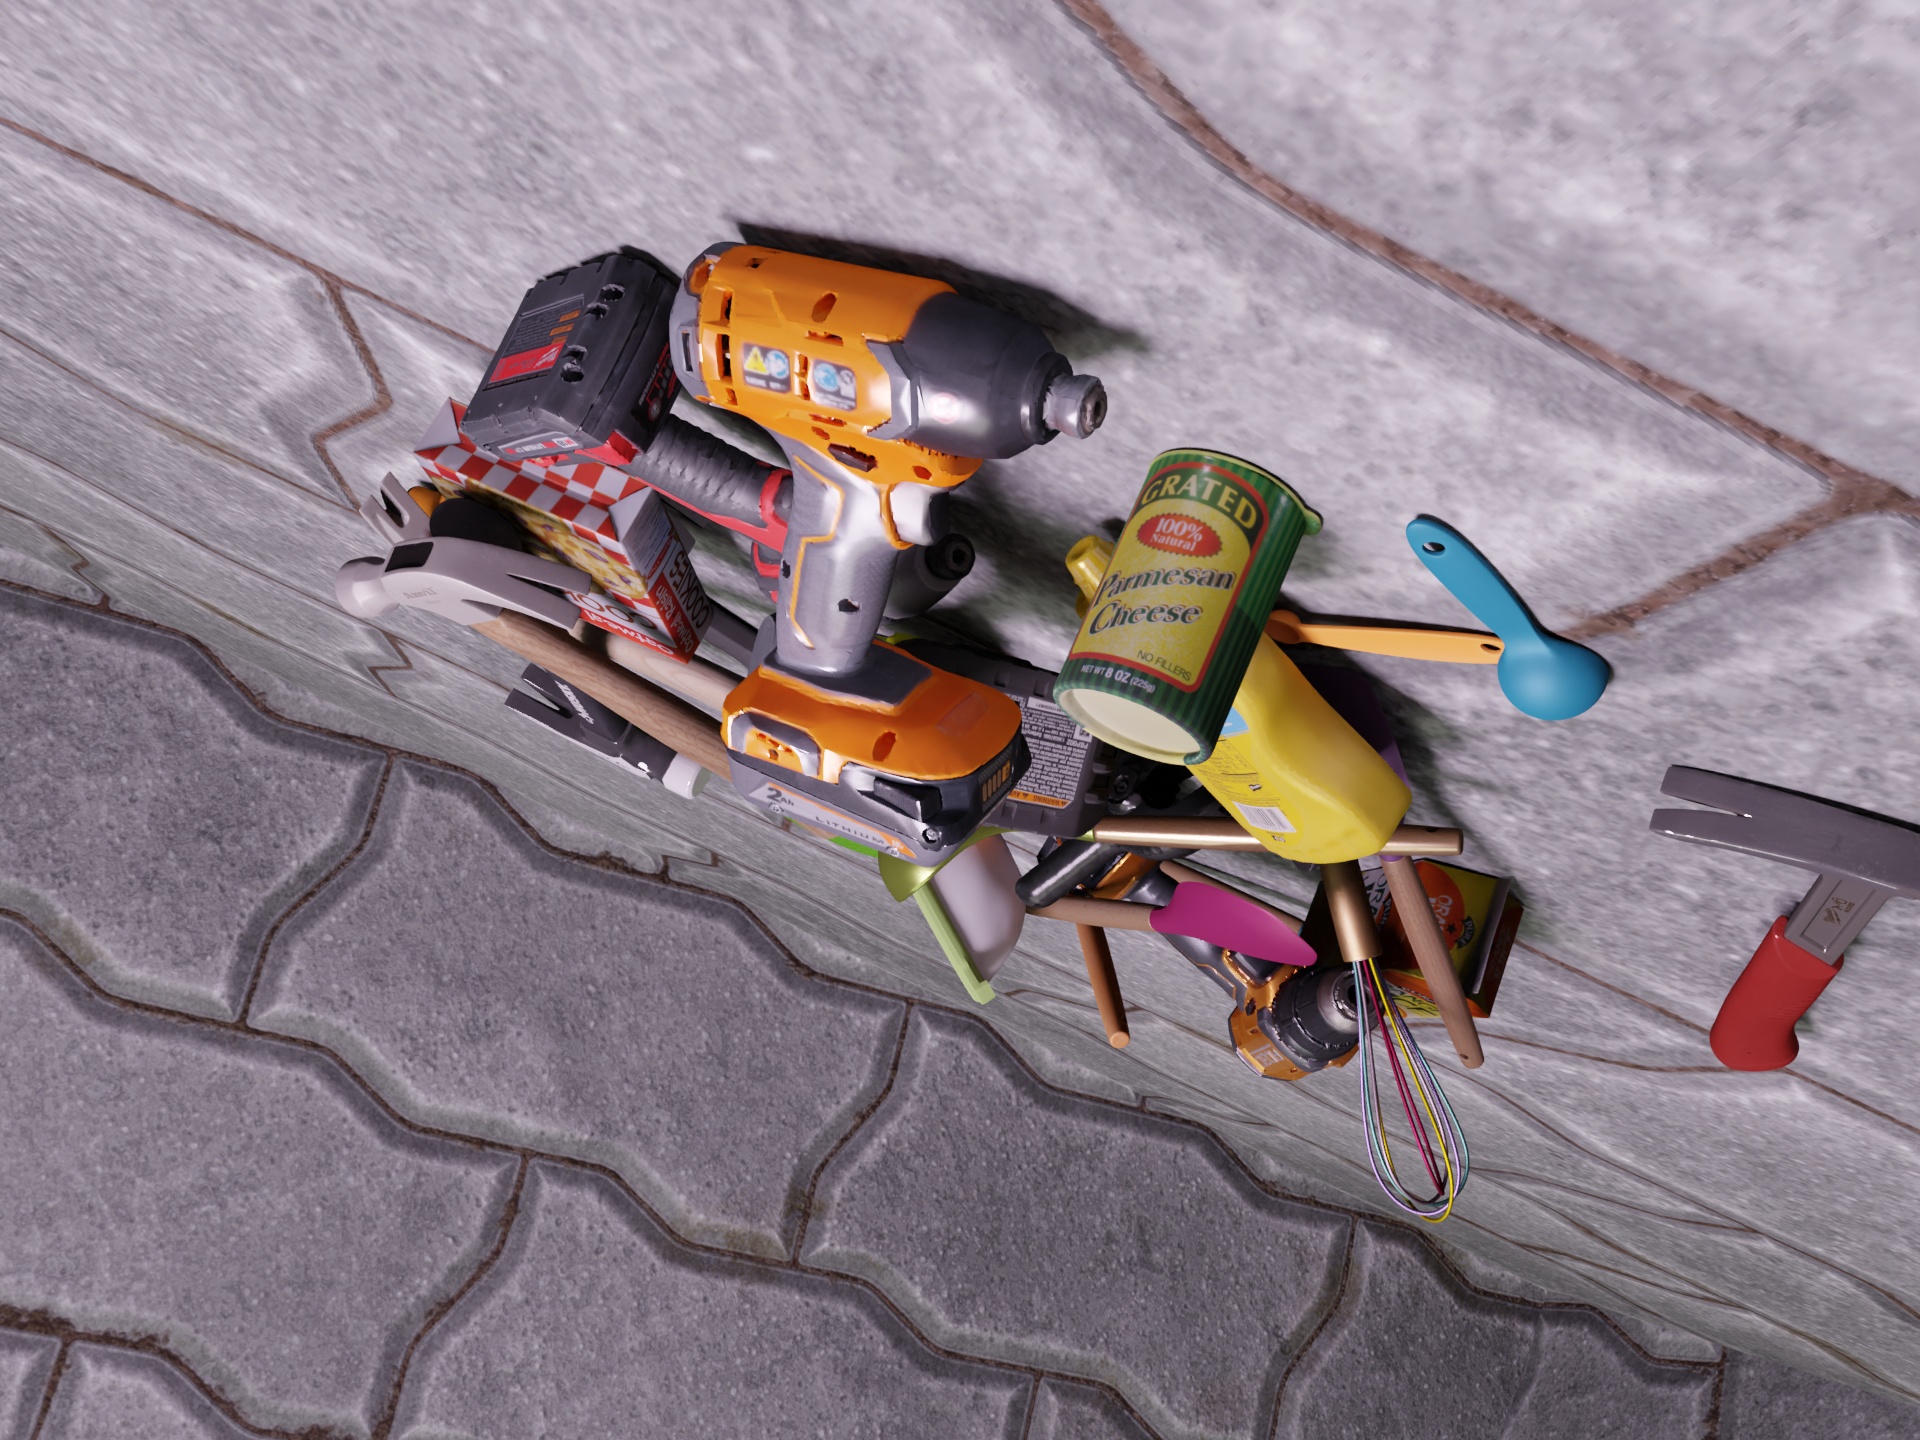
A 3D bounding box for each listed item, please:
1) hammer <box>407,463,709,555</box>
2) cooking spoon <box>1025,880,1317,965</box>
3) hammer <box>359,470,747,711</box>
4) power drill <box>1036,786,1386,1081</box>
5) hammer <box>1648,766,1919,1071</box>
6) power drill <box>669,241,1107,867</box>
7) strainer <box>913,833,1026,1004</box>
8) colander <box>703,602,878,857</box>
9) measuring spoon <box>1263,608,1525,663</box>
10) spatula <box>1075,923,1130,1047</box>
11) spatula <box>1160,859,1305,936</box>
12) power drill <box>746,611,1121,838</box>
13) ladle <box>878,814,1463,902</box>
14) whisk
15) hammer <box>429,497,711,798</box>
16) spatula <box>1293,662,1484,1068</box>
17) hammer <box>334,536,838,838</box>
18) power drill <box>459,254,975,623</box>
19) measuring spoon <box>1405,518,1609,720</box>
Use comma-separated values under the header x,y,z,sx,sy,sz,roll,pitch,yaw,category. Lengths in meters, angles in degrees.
x,y,z,sx,sy,sz,roll,pitch,yaw,category
-0.277,-0.137,0.990,0.127,0.034,0.337,34,163,-29,hammer
0.104,0.114,0.923,0.068,0.017,0.319,40,164,-15,cooking spoon
-0.189,-0.041,0.991,0.411,0.038,0.146,24,163,18,hammer
0.159,0.127,0.987,0.226,0.084,0.185,45,164,9,power drill
0.406,0.119,0.794,0.149,0.037,0.358,18,164,23,hammer
-0.024,-0.059,0.610,0.164,0.084,0.226,18,128,25,power drill
0.005,0.110,1.091,0.151,0.069,0.256,61,179,8,strainer
-0.133,0.002,1.122,0.396,0.094,0.204,34,163,-32,colander
0.181,-0.037,0.670,0.117,0.011,0.021,9,155,37,measuring spoon
0.080,0.133,1.113,0.081,0.041,0.323,36,-163,-19,spatula
0.228,0.133,1.155,0.318,0.044,0.082,23,166,23,spatula
-0.001,-0.003,0.845,0.190,0.080,0.229,13,-176,-19,power drill
0.100,0.069,0.838,0.320,0.078,0.062,0,116,26,ladle
0.227,0.149,0.862,0.051,0.245,0.047,-14,175,5,whisk
-0.247,-0.043,0.955,0.146,0.035,0.334,25,163,12,hammer
0.230,0.085,0.831,0.060,0.018,0.315,10,142,44,spatula
-0.171,-0.008,0.880,0.130,0.031,0.331,-5,152,39,hammer
-0.099,-0.112,0.724,0.219,0.078,0.143,31,165,-35,power drill
0.204,-0.033,0.605,0.042,0.021,0.128,-10,143,46,measuring spoon
